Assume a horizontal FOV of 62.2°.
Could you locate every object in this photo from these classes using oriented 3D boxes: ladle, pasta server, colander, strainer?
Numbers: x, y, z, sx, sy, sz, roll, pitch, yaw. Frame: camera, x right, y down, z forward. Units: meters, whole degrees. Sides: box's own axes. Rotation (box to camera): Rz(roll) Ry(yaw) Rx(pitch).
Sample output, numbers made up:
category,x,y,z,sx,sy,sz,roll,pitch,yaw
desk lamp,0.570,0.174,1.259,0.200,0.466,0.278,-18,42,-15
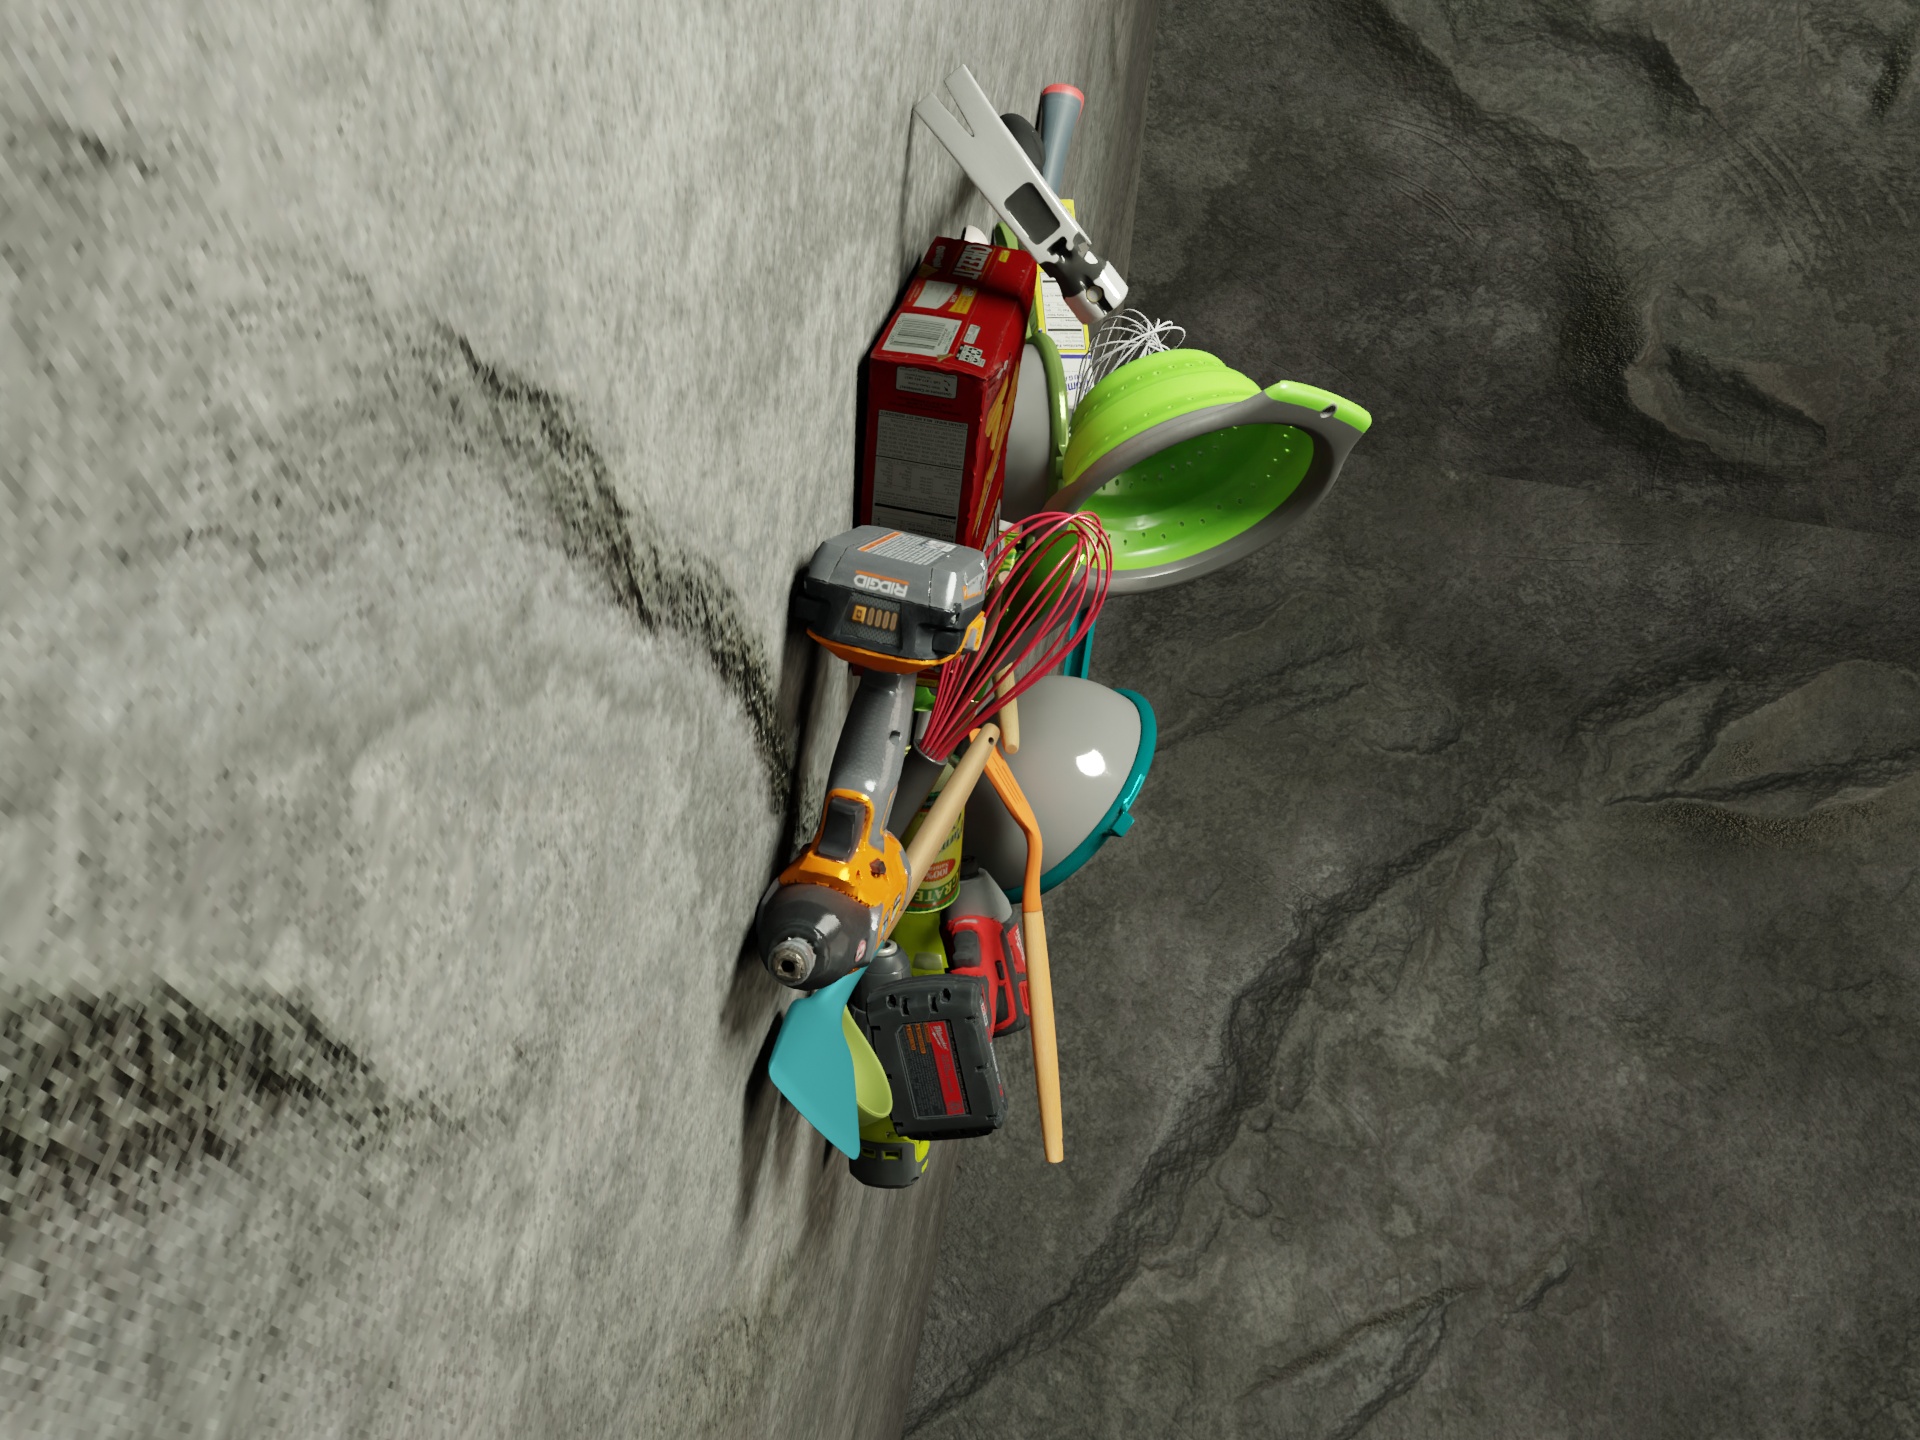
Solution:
category,x,y,z,sx,sy,sz,roll,pitch,yaw
ladle,0.032,-0.065,1.322,0.316,0.031,0.069,-94,-161,-57
pasta server,-0.002,-0.004,1.137,0.060,0.040,0.316,-62,178,-36
colander,0.083,-0.134,1.081,0.397,0.204,0.095,-36,-118,36
strainer,0.025,-0.260,1.192,0.151,0.069,0.256,118,-34,-70
strainer,0.062,-0.007,1.332,0.211,0.095,0.341,-34,-151,37
ladle,-0.054,0.094,1.011,0.078,0.062,0.320,33,63,-66

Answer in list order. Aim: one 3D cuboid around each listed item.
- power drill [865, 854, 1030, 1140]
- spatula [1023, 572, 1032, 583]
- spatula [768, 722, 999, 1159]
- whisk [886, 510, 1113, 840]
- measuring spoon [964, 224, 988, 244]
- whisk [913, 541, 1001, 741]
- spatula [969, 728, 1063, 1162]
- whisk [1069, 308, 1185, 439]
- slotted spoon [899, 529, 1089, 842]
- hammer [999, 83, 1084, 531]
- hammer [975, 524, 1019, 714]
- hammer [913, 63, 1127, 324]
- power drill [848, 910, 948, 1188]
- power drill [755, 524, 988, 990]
category,x,y,z,sx,sy,sz,roll,pitch,yaw
power drill,0.001,0.196,1.158,0.220,0.078,0.143,-56,136,-70
spatula,0.011,-0.028,1.280,0.315,0.018,0.060,117,-9,-55
spatula,-0.034,0.113,0.973,0.082,0.044,0.318,51,48,-26
whisk,-0.008,0.002,0.907,0.295,0.073,0.073,-57,-178,19
measuring spoon,0.017,-0.333,1.138,0.124,0.018,0.034,-62,161,-74
whisk,-0.013,-0.047,1.252,0.059,0.058,0.246,-5,111,-48
spatula,0.046,0.165,1.171,0.081,0.041,0.322,-9,93,-79
whisk,0.091,-0.215,1.171,0.284,0.070,0.070,133,-29,-68
slotted spoon,-0.005,0.003,1.009,0.070,0.031,0.313,-85,-159,-55
hammer,0.053,-0.358,1.351,0.143,0.038,0.386,36,64,-82
hammer,0.034,-0.126,1.524,0.149,0.037,0.359,-59,161,-73
hammer,0.035,-0.344,0.982,0.035,0.146,0.335,-36,-159,17
power drill,-0.040,0.232,1.267,0.228,0.080,0.190,-56,146,-70
power drill,-0.052,0.023,0.808,0.164,0.084,0.226,-53,156,-75
